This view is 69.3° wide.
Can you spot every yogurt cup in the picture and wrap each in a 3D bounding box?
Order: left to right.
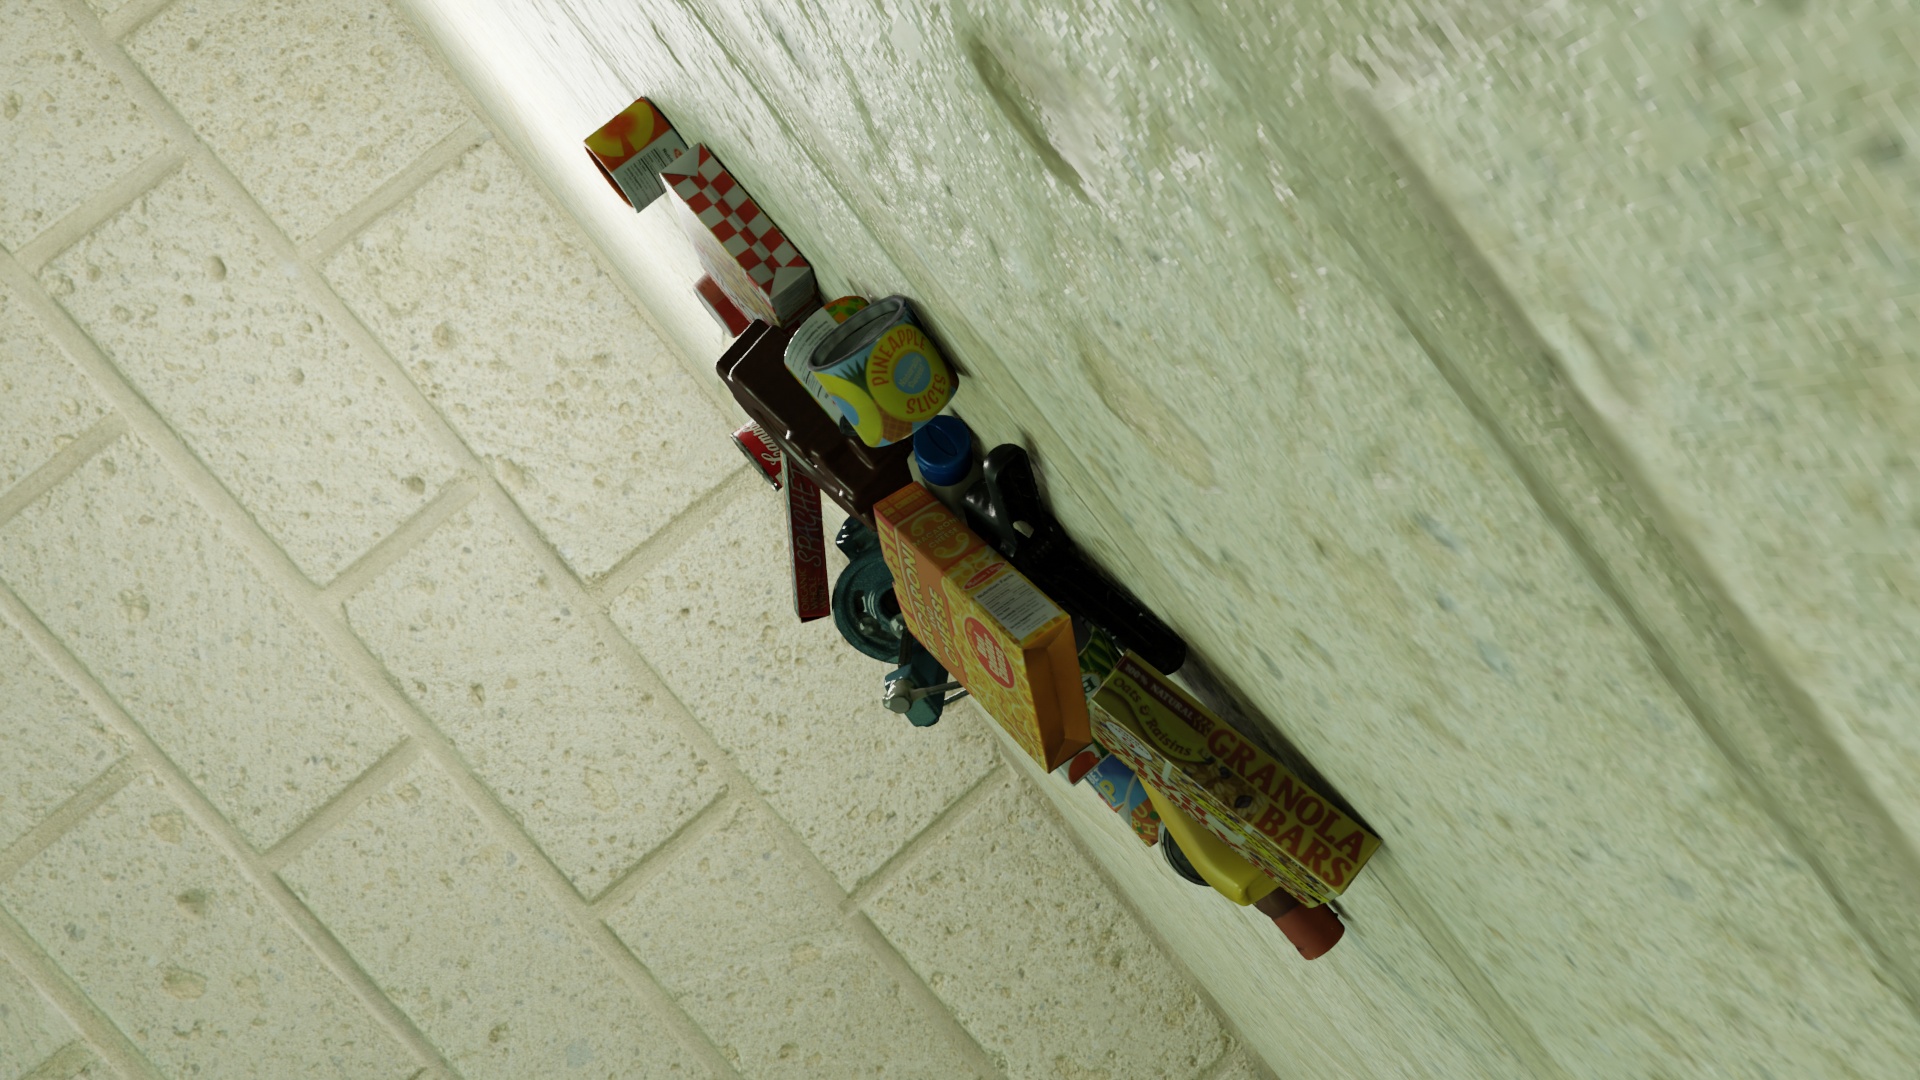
[{"bbox_3d":[-0.184,-0.204,1.145,0.072,0.054,0.072,49,172,9],"label":"yogurt cup"}]

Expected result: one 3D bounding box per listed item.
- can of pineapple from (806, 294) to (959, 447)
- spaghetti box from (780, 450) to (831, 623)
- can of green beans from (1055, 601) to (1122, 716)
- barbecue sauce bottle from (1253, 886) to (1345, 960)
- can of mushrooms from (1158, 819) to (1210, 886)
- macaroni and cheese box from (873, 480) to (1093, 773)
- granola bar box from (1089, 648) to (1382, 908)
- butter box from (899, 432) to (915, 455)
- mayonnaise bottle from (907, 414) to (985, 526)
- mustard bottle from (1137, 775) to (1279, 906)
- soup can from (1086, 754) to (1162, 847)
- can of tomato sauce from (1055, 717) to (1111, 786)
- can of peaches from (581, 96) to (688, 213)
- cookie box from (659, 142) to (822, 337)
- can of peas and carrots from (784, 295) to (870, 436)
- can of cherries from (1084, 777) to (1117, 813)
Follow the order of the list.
[{"bbox_3d":[-0.042,-0.094,0.773,0.057,0.071,0.071,53,172,-24],"label":"can of pineapple"},{"bbox_3d":[-0.137,-0.056,1.187,0.050,0.029,0.249,-159,64,-77],"label":"spaghetti box"},{"bbox_3d":[0.074,0.080,0.957,0.071,0.071,0.057,43,169,47],"label":"can of green beans"},{"bbox_3d":[0.206,0.223,0.969,0.148,0.044,0.064,49,165,5],"label":"barbecue sauce bottle"},{"bbox_3d":[0.181,0.221,1.019,0.071,0.071,0.033,50,173,6],"label":"can of mushrooms"},{"bbox_3d":[0.012,0.053,0.886,0.167,0.040,0.123,42,155,41],"label":"macaroni and cheese box"},{"bbox_3d":[0.149,0.139,0.789,0.166,0.039,0.124,37,170,16],"label":"granola bar box"},{"bbox_3d":[-0.056,-0.090,1.056,0.053,0.024,0.104,54,173,-32],"label":"butter box"},{"bbox_3d":[-0.007,-0.042,0.937,0.065,0.041,0.147,47,171,15],"label":"mayonnaise bottle"},{"bbox_3d":[0.155,0.163,0.913,0.161,0.065,0.048,52,170,41],"label":"mustard bottle"},{"bbox_3d":[0.141,0.188,1.082,0.084,0.071,0.071,49,173,11],"label":"soup can"},{"bbox_3d":[0.092,0.130,1.034,0.071,0.083,0.071,49,173,9],"label":"can of tomato sauce"},{"bbox_3d":[-0.242,-0.290,1.044,0.071,0.058,0.071,49,173,9],"label":"can of peaches"},{"bbox_3d":[-0.154,-0.201,1.024,0.123,0.040,0.167,49,173,9],"label":"cookie box"},{"bbox_3d":[-0.064,-0.107,0.851,0.059,0.071,0.070,49,173,16],"label":"can of peas and carrots"},{"bbox_3d":[0.135,0.192,1.195,0.071,0.058,0.071,49,173,8],"label":"can of cherries"}]
